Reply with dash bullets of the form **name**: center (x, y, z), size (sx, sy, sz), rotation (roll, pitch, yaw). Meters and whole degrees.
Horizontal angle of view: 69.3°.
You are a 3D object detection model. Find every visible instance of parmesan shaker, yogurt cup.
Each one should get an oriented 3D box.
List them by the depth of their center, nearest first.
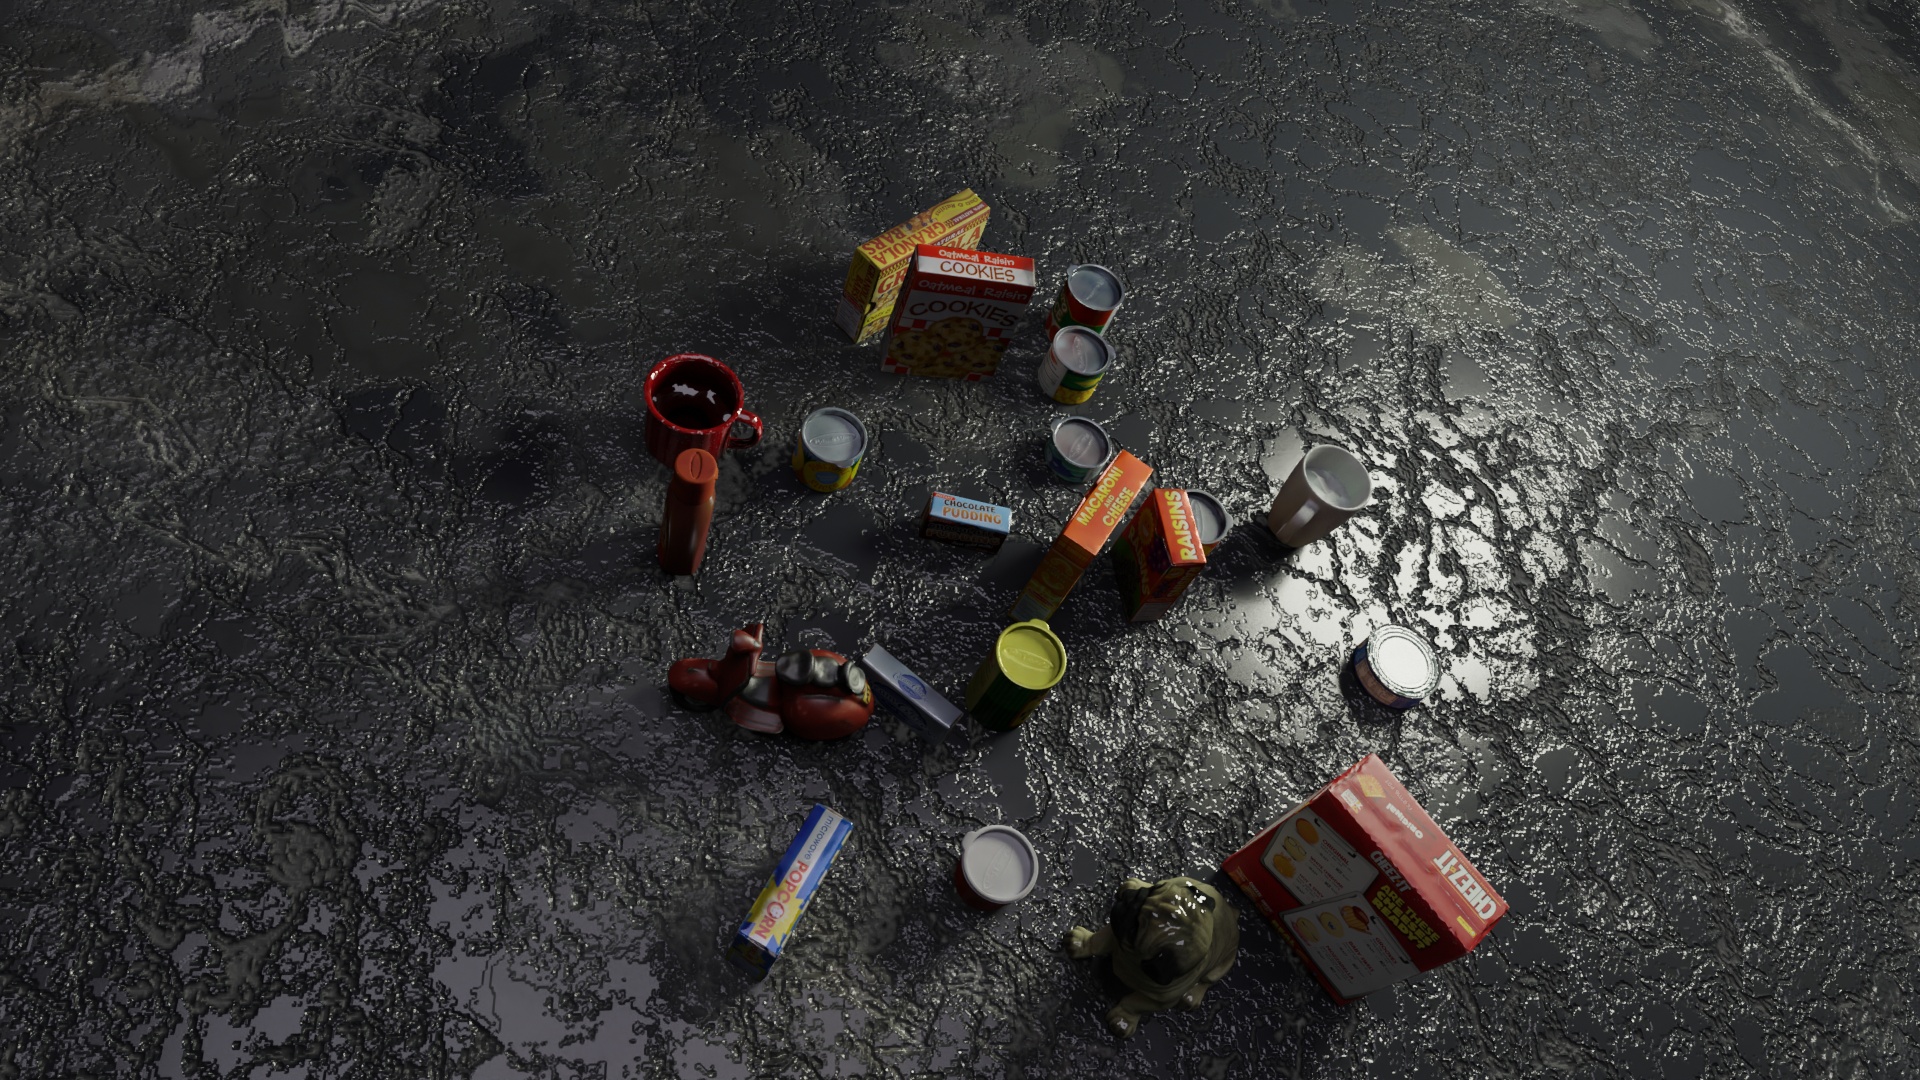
- **yogurt cup**: center (0.028, 0.287, 1.203), size (0.072, 0.053, 0.073), rotation (8, 58, -13)
- **parmesan shaker**: center (0.050, 0.125, 1.278), size (0.071, 0.102, 0.071), rotation (8, 58, -13)

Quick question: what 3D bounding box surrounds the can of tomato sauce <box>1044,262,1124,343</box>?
- **can of tomato sauce**: center (0.135, -0.257, 1.546), size (0.071, 0.082, 0.071), rotation (8, 58, -13)

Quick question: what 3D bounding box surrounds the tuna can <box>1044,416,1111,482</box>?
- **tuna can**: center (0.122, -0.098, 1.476), size (0.071, 0.032, 0.071), rotation (8, 58, -13)

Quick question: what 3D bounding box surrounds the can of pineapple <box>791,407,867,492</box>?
- **can of pineapple**: center (-0.130, -0.088, 1.375), size (0.071, 0.057, 0.071), rotation (8, 58, -13)

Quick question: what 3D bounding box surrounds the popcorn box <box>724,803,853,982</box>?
- **popcorn box**: center (-0.139, 0.286, 1.131), size (0.038, 0.084, 0.127), rotation (31, 56, 2)

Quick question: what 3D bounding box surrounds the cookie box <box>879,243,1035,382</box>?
- **cookie box**: center (-0.006, -0.233, 1.436), size (0.123, 0.166, 0.040), rotation (4, 59, -15)

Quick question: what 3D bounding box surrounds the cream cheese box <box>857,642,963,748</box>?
- **cream cheese box**: center (-0.050, 0.142, 1.265), size (0.104, 0.053, 0.024), rotation (38, 57, 7)

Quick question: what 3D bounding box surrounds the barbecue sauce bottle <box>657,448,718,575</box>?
- **barbecue sauce bottle**: center (-0.245, -0.028, 1.248), size (0.044, 0.147, 0.065), rotation (7, 59, -14)

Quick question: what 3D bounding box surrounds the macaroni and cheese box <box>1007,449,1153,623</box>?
- **macaroni and cheese box**: center (0.113, 0.003, 1.332), size (0.040, 0.165, 0.124), rotation (35, 56, 4)

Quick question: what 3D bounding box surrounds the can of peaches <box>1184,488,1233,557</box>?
- **can of peaches**: center (0.239, -0.011, 1.446), size (0.071, 0.057, 0.071), rotation (8, 58, -13)

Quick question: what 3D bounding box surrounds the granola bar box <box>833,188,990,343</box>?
- **granola bar box**: center (-0.051, -0.293, 1.483), size (0.166, 0.123, 0.039), rotation (-36, 76, -31)

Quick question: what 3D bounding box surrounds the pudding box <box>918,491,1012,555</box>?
- **pudding box**: center (0.005, -0.017, 1.381), size (0.084, 0.049, 0.030), rotation (13, 57, -10)

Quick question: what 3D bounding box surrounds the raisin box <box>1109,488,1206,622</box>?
- **raisin box**: center (0.193, 0.016, 1.377), size (0.040, 0.122, 0.086), rotation (0, 61, -18)

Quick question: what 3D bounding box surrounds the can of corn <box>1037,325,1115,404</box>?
- **can of corn**: center (0.126, -0.191, 1.518), size (0.071, 0.058, 0.071), rotation (8, 58, -13)
